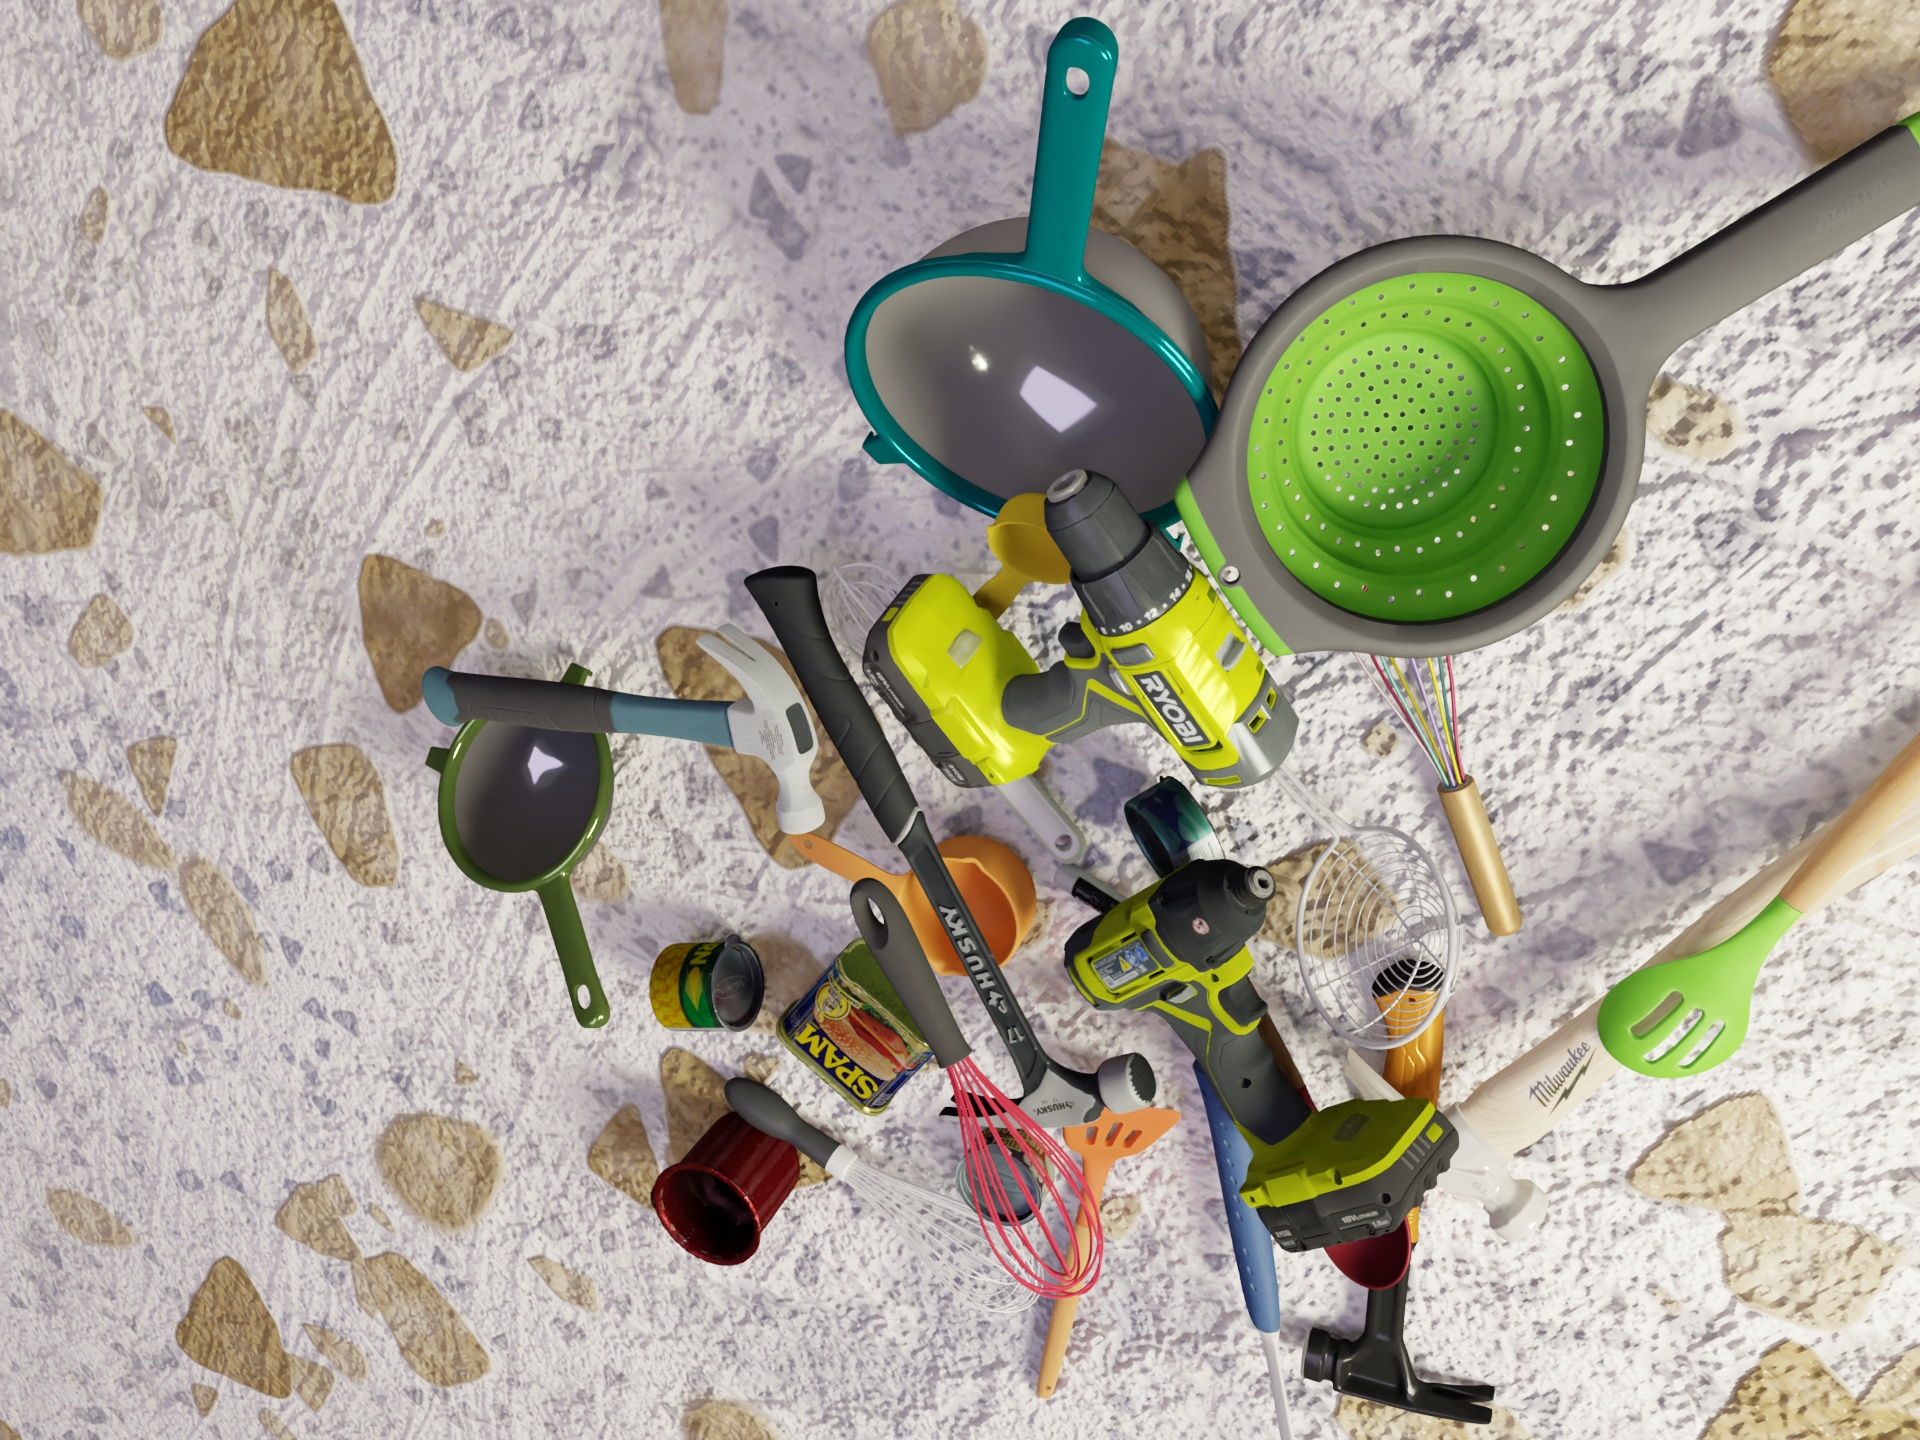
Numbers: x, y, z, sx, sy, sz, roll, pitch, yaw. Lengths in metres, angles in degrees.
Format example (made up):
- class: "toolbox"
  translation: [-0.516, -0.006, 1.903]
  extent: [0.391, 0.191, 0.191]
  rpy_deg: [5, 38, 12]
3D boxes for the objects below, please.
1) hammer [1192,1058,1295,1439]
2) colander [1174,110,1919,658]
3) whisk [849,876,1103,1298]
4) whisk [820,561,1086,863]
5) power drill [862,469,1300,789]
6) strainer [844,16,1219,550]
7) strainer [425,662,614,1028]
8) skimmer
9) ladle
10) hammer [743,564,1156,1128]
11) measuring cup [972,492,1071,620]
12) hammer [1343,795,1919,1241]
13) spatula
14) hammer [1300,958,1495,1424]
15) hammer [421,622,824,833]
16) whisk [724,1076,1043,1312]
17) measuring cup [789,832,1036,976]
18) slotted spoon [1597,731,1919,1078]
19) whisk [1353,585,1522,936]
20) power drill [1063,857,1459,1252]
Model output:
- class: "hammer"
  translation: [0.212, 0.418, 1.073]
  extent: [0.035, 0.144, 0.405]
  rpy_deg: [-15, 103, -14]
- class: "colander"
  translation: [0.296, -0.182, 0.786]
  extent: [0.397, 0.094, 0.204]
  rpy_deg: [-31, 104, 14]
- class: "whisk"
  translation: [0.007, 0.230, 1.002]
  extent: [0.073, 0.073, 0.296]
  rpy_deg: [-29, 90, 31]
- class: "whisk"
  translation: [-0.002, -0.003, 1.014]
  extent: [0.058, 0.059, 0.246]
  rpy_deg: [-40, 97, 5]
- class: "power drill"
  translation: [0.053, -0.041, 0.881]
  extent: [0.228, 0.080, 0.190]
  rpy_deg: [-8, 127, 49]
- class: "strainer"
  translation: [0.054, -0.226, 0.801]
  extent: [0.211, 0.095, 0.340]
  rpy_deg: [20, 153, 7]
- class: "strainer"
  translation: [-0.279, 0.098, 1.130]
  extent: [0.151, 0.069, 0.257]
  rpy_deg: [-29, 69, 16]
- class: "skimmer"
  translation: [0.156, 0.026, 0.926]
  extent: [0.363, 0.090, 0.127]
  rpy_deg: [49, 141, 0]
- class: "ladle"
  translation: [0.197, 0.210, 1.004]
  extent: [0.069, 0.031, 0.315]
  rpy_deg: [-30, 88, 41]
- class: "hammer"
  translation: [-0.028, 0.085, 1.010]
  extent: [0.149, 0.036, 0.409]
  rpy_deg: [-23, 100, 31]
- class: "measuring cup"
  translation: [0.032, -0.091, 0.941]
  extent: [0.062, 0.029, 0.156]
  rpy_deg: [28, 158, -8]
- class: "hammer"
  translation: [0.397, 0.127, 0.874]
  extent: [0.146, 0.038, 0.410]
  rpy_deg: [42, 117, 1]
- class: "spatula"
  translation: [0.086, 0.384, 1.143]
  extent: [0.081, 0.041, 0.322]
  rpy_deg: [6, 119, -5]
- class: "hammer"
  translation: [0.290, 0.306, 1.022]
  extent: [0.127, 0.034, 0.336]
  rpy_deg: [7, 114, 22]
- class: "hammer"
  translation: [-0.236, -0.005, 1.057]
  extent: [0.331, 0.033, 0.128]
  rpy_deg: [5, 114, 31]
- class: "whisk"
  translation: [-0.063, 0.349, 1.188]
  extent: [0.285, 0.070, 0.070]
  rpy_deg: [30, 121, 16]
- class: "measuring cup"
  translation: [-0.030, 0.104, 1.069]
  extent: [0.174, 0.052, 0.095]
  rpy_deg: [24, 119, 16]
- class: "slotted spoon"
  translation: [0.437, 0.072, 0.807]
  extent: [0.070, 0.031, 0.313]
  rpy_deg: [33, 114, 5]
- class: "whisk"
  translation: [0.273, 0.015, 0.904]
  extent: [0.047, 0.051, 0.244]
  rpy_deg: [-5, 115, 48]
- class: "power drill"
  translation: [0.174, 0.187, 0.919]
  extent: [0.223, 0.080, 0.171]
  rpy_deg: [53, 143, 3]
